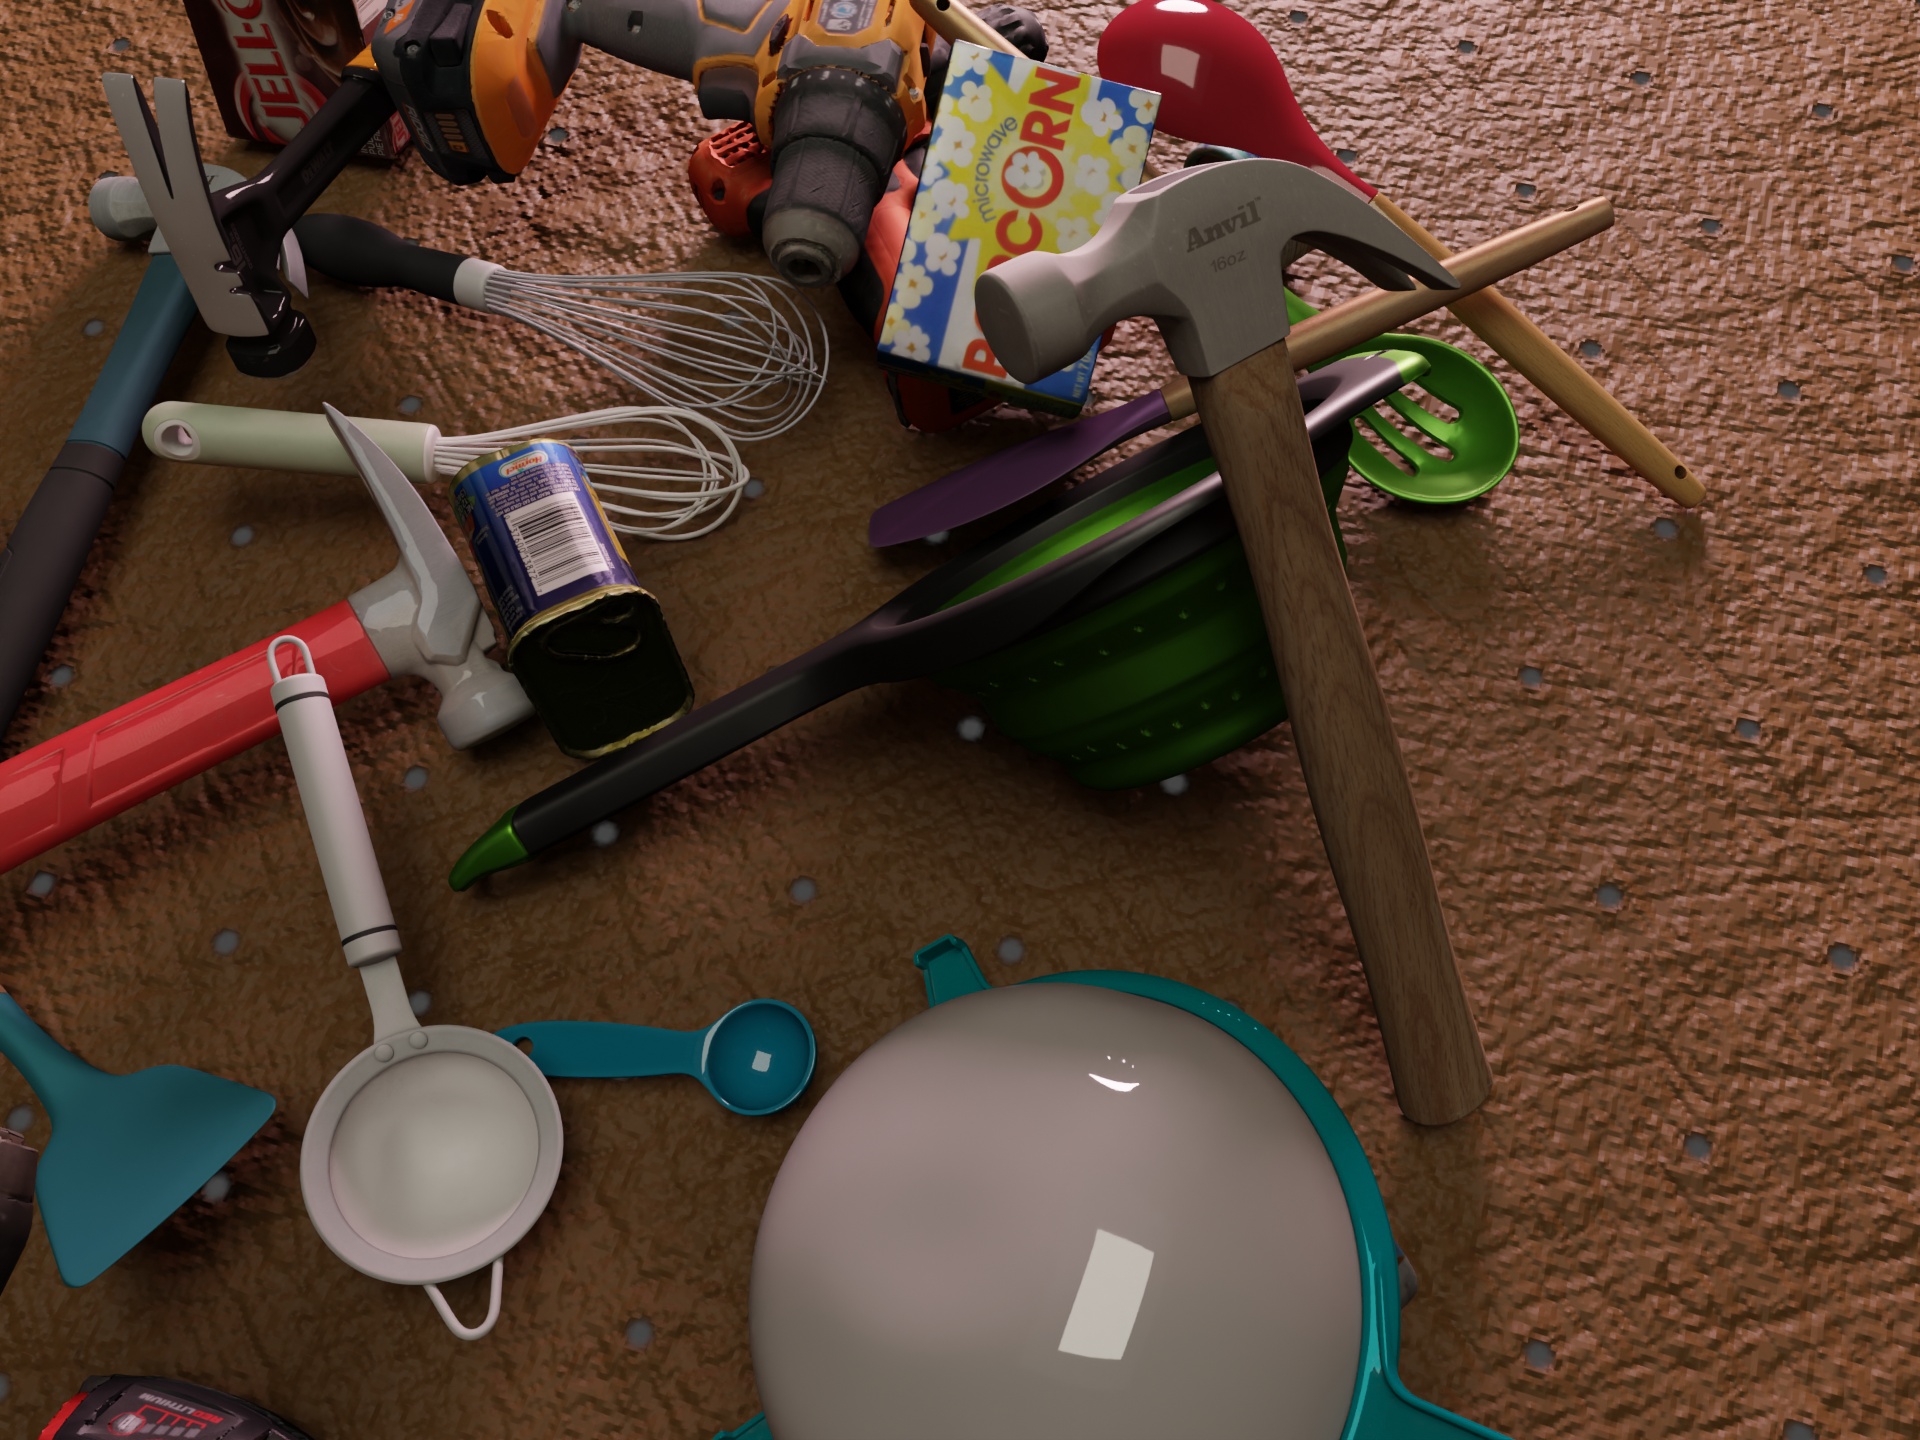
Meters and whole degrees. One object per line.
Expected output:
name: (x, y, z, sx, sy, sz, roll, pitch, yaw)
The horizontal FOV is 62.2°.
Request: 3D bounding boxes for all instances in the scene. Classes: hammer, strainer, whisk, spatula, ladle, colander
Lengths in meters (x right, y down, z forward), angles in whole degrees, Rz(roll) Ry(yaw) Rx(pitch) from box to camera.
hammer: (-0.254, -0.304, 0.715, 0.034, 0.127, 0.337, 8, 50, 11)
strainer: (-0.204, 0.088, 0.563, 0.087, 0.050, 0.258, -18, 79, -14)
whisk: (-0.186, -0.185, 0.708, 0.285, 0.070, 0.070, 18, 67, 17)
spatula: (0.106, -0.136, 0.636, 0.316, 0.018, 0.060, -23, 28, 8)
spatula: (-0.382, 0.087, 0.596, 0.318, 0.044, 0.082, 34, 61, 19)
hammer: (-0.378, -0.103, 0.682, 0.128, 0.033, 0.331, 4, 67, 21)
hammer: (0.117, -0.007, 0.489, 0.130, 0.331, 0.031, -30, 26, -15)
hammer: (-0.361, 0.026, 0.574, 0.386, 0.038, 0.143, -30, 94, -17)
ladle: (0.185, -0.193, 0.655, 0.315, 0.031, 0.069, 41, 75, -1)
whisk: (-0.211, -0.111, 0.661, 0.246, 0.057, 0.059, 4, 28, -5)
strainer: (0.062, 0.172, 0.427, 0.340, 0.095, 0.211, 11, 70, 38)
colander: (-0.001, -0.002, 0.588, 0.397, 0.204, 0.094, -27, 101, 8)

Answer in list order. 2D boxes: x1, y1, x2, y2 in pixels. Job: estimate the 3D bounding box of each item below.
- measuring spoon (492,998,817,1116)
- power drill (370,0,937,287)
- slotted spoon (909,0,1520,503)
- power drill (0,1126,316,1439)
measuring spoon: (-0.112, 0.123, 0.582, 0.128, 0.021, 0.042, 0, 64, 13)
power drill: (-0.126, -0.270, 0.679, 0.226, 0.084, 0.185, 6, 66, 6)
slotted spoon: (0.102, -0.200, 0.660, 0.314, 0.031, 0.070, 40, 85, -2)
power drill: (-0.262, 0.214, 0.427, 0.080, 0.226, 0.188, 13, 67, 9)
